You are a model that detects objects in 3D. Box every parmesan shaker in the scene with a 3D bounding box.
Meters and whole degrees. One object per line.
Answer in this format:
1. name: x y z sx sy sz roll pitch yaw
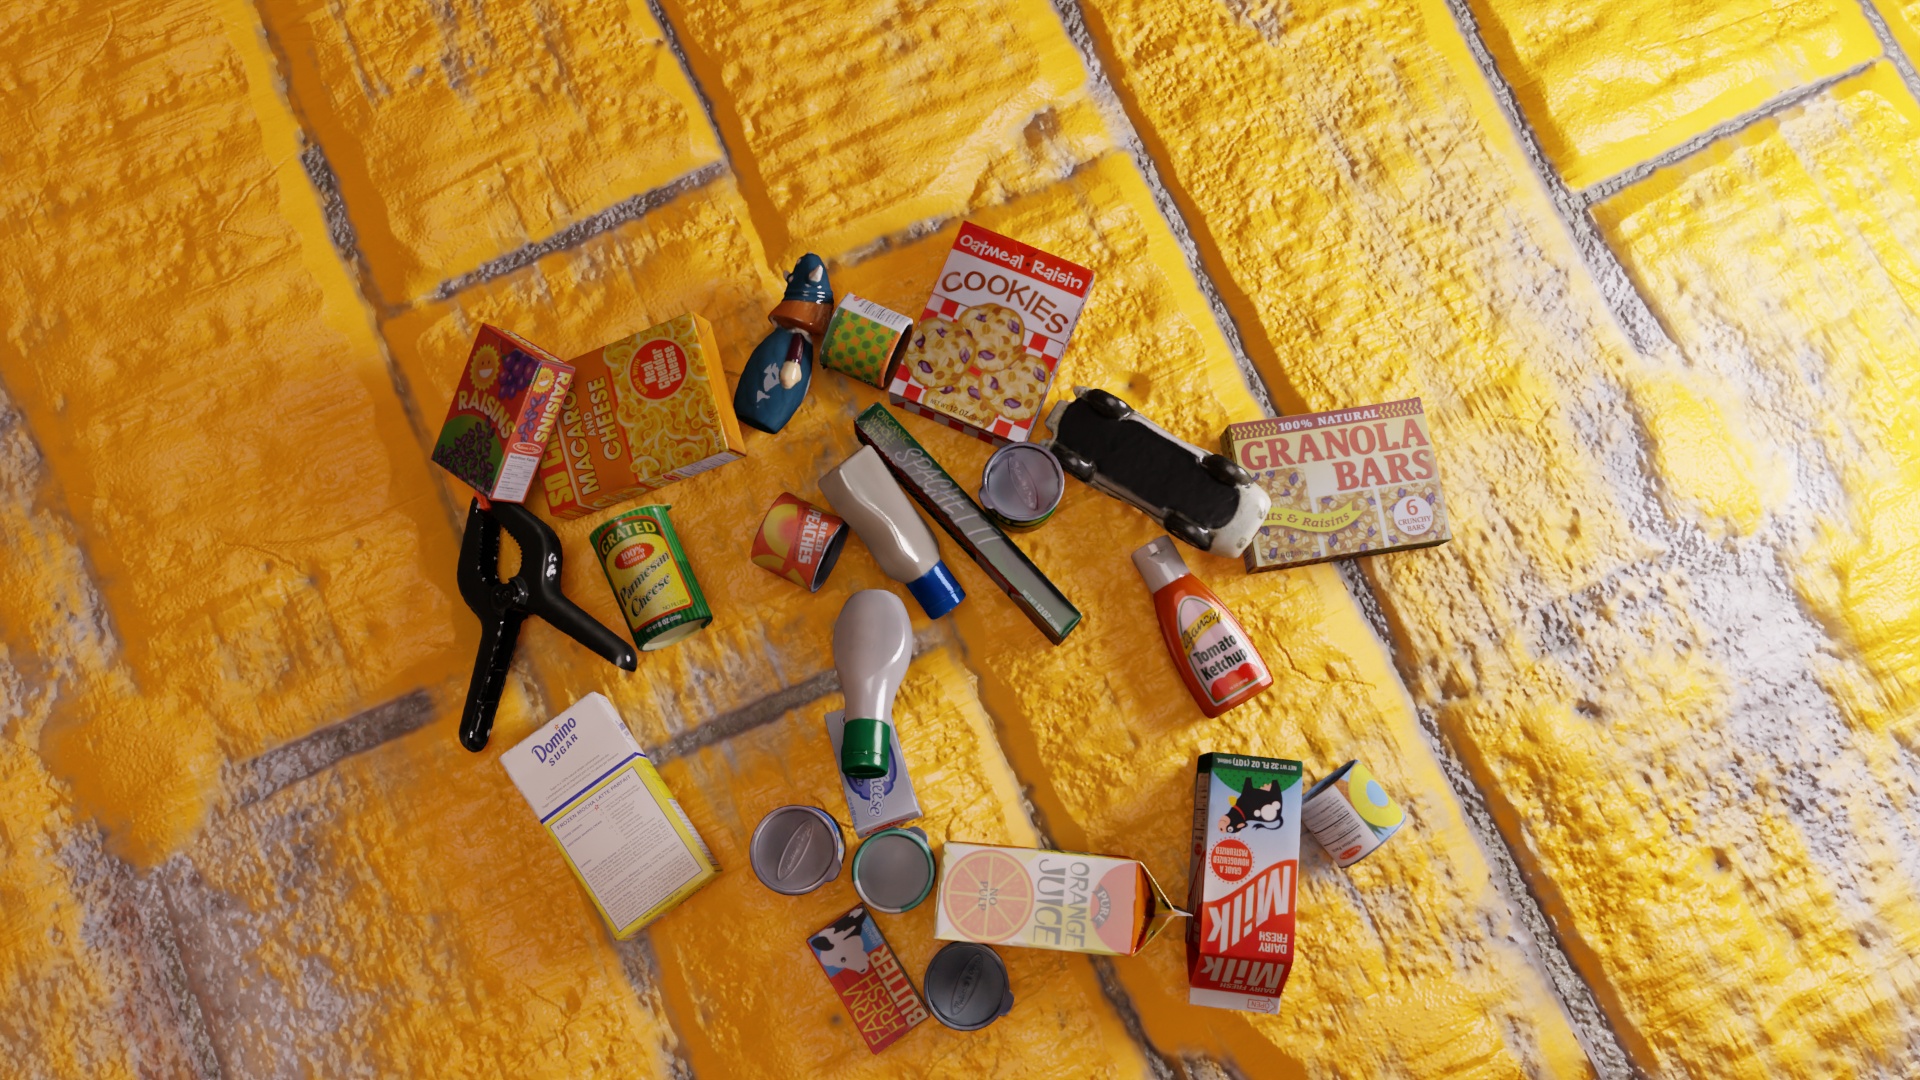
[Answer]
1. parmesan shaker: -0.248 0.030 1.127 0.071 0.071 0.103 -25 79 -5

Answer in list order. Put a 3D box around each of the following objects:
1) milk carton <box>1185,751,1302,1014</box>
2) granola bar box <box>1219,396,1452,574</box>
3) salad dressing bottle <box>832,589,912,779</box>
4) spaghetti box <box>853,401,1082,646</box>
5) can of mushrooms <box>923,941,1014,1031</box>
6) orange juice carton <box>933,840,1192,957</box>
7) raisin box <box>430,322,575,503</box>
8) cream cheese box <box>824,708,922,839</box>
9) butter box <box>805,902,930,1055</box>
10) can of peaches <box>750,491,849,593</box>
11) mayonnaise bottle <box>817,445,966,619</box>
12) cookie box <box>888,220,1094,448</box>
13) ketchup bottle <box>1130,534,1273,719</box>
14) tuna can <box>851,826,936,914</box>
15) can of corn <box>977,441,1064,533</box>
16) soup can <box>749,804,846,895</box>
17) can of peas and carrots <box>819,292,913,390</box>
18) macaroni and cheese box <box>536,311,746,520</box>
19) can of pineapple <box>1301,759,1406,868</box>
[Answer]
1. milk carton: 0.217 0.263 1.073 0.072 0.073 0.191 6 79 1
2. granola bar box: 0.311 -0.046 1.155 0.166 0.039 0.124 -8 78 -2
3. salad dressing bottle: -0.072 0.113 1.100 0.064 0.043 0.148 -4 61 11
4. spaghetti box: 0.004 -0.014 1.144 0.029 0.050 0.250 -42 81 -9
5. can of mushrooms: 0.007 0.345 1.077 0.071 0.033 0.071 0 78 0
6. orange juice carton: 0.078 0.277 1.072 0.193 0.071 0.073 5 79 2
7. raisin box: -0.376 -0.104 1.136 0.086 0.040 0.123 29 100 31
8. cream cheese box: -0.070 0.179 1.101 0.053 0.024 0.104 -18 59 -4
9. butter box: -0.072 0.341 1.083 0.053 0.024 0.103 -32 80 -7
10. can of peaches: -0.131 0.000 1.131 0.058 0.071 0.071 26 80 6
11. mayonnaise bottle: -0.052 -0.004 1.130 0.041 0.065 0.148 -32 97 33
12. cookie box: 0.028 -0.173 1.182 0.123 0.040 0.168 22 79 5
13. ketchup bottle: 0.191 0.067 1.130 0.065 0.043 0.149 -29 79 -5
14. tuna can: -0.051 0.258 1.096 0.071 0.032 0.071 0 79 0
15. can of corn: 0.048 -0.042 1.145 0.071 0.058 0.071 0 79 0
16. soup can: -0.122 0.240 1.074 0.071 0.083 0.071 0 79 0
17. can of peas and carrots: -0.080 -0.165 1.169 0.059 0.071 0.071 23 80 4
18. macaroni and cheese box: -0.273 -0.102 1.148 0.166 0.040 0.124 -19 78 11
19. can of pineapple: 0.305 0.213 1.089 0.071 0.071 0.058 -37 81 -7
